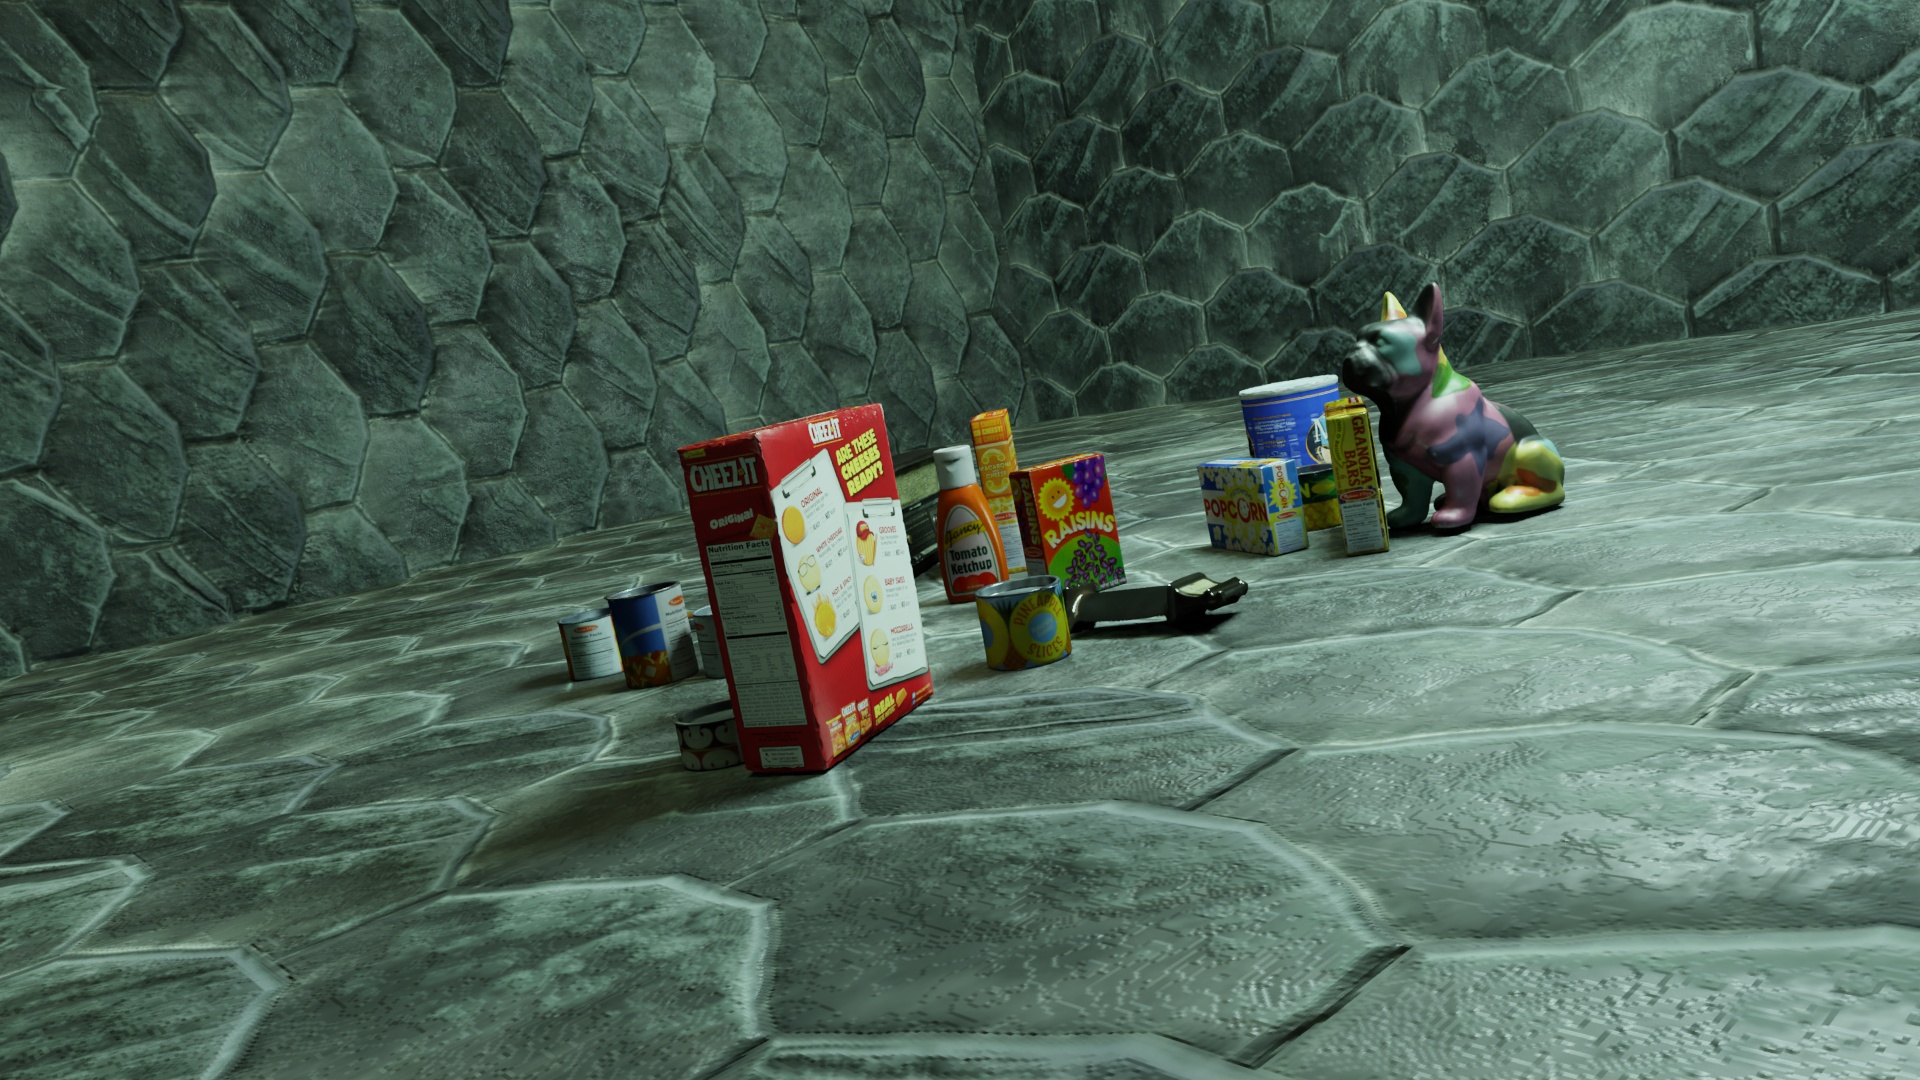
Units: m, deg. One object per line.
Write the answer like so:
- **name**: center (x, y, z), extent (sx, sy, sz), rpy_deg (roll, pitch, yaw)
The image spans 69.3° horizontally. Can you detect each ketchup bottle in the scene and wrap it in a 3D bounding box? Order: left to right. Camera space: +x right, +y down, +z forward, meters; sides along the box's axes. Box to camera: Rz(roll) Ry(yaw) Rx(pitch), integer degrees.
- **ketchup bottle**: center (0.005, -0.017, 1.347), extent (0.065, 0.148, 0.043), rpy_deg (-10, 7, 8)

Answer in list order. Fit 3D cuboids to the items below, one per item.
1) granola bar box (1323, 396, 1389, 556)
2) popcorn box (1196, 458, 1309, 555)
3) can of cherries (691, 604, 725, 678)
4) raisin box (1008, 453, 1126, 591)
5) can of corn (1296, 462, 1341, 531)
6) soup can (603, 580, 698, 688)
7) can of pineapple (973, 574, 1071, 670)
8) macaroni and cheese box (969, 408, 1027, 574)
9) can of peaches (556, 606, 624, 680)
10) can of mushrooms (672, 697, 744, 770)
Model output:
- **granola bar box**: center (0.360, -0.062, 1.266), extent (0.039, 0.124, 0.166), rpy_deg (-9, 7, 16)
- **popcorn box**: center (0.277, -0.034, 1.326), extent (0.038, 0.085, 0.126), rpy_deg (-13, 8, -17)
- **can of cherries**: center (-0.196, 0.084, 1.227), extent (0.071, 0.058, 0.071), rpy_deg (-11, 7, 1)
- **raisin box**: center (0.099, -0.012, 1.270), extent (0.086, 0.123, 0.040), rpy_deg (-15, 8, -27)
- **can of corn**: center (0.350, -0.043, 1.389), extent (0.071, 0.058, 0.071), rpy_deg (-11, 7, 1)
- **soup can**: center (-0.279, 0.084, 1.249), extent (0.071, 0.083, 0.071), rpy_deg (-11, 7, 1)
- **can of pineapple**: center (0.048, 0.062, 1.046), extent (0.071, 0.057, 0.071), rpy_deg (-11, 7, 1)
- **macaroni and cheese box**: center (0.045, -0.055, 1.506), extent (0.040, 0.166, 0.124), rpy_deg (-10, 7, 5)
- **can of peaches**: center (-0.350, 0.098, 1.346), extent (0.071, 0.058, 0.071), rpy_deg (-11, 7, 1)
- **can of mushrooms**: center (-0.160, 0.129, 0.936), extent (0.071, 0.033, 0.071), rpy_deg (-11, 7, 1)
